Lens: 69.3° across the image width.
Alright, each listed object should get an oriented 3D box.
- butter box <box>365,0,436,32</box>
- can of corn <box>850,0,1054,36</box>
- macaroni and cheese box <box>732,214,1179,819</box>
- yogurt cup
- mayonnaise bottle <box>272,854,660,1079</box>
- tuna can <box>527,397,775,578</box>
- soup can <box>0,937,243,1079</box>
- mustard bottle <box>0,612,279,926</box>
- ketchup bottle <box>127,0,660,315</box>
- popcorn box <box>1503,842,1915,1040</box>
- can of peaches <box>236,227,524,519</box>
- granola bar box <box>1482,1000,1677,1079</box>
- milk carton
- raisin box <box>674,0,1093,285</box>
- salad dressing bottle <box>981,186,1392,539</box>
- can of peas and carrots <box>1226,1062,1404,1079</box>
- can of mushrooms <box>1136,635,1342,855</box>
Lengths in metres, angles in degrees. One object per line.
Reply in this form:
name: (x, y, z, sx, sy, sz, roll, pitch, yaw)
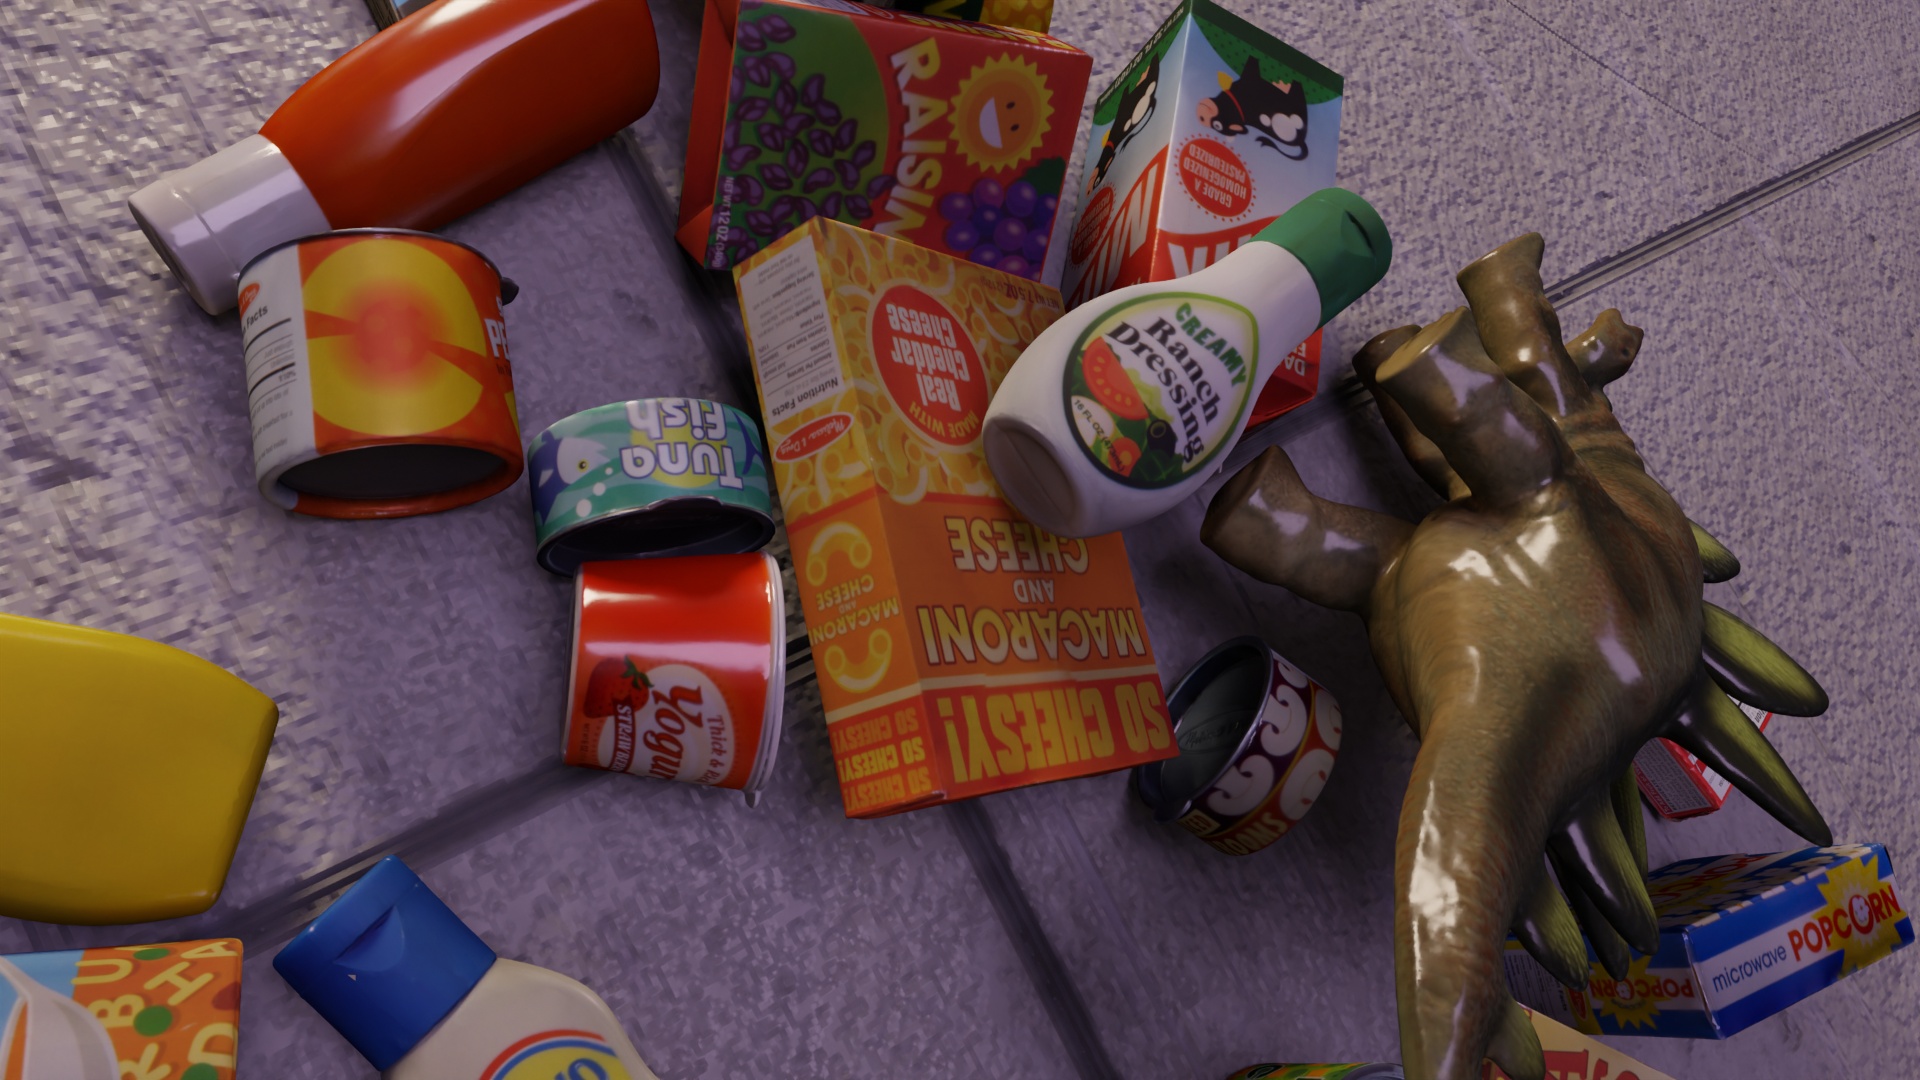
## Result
butter box: (-0.172, -0.201, 0.443, 0.053, 0.024, 0.103, -24, 84, -31)
can of corn: (-0.006, -0.191, 0.501, 0.058, 0.071, 0.071, 7, 69, -26)
macaroni and cheese box: (0.002, -0.005, 0.429, 0.124, 0.040, 0.166, 3, 69, -51)
yogurt cup: (-0.080, 0.035, 0.382, 0.054, 0.072, 0.072, 5, 70, -18)
mayonnaise bottle: (-0.103, 0.143, 0.343, 0.148, 0.041, 0.065, 47, 60, -6)
tuna can: (-0.087, -0.014, 0.391, 0.071, 0.070, 0.033, -3, 73, -28)
soup can: (-0.196, 0.119, 0.285, 0.084, 0.071, 0.071, 3, 71, -27)
mustard bottle: (-0.241, 0.041, 0.304, 0.160, 0.048, 0.065, 19, 64, -20)
ketchup bottle: (-0.157, -0.117, 0.400, 0.149, 0.064, 0.043, -39, 79, -24)
popcorn box: (0.272, 0.146, 0.511, 0.127, 0.085, 0.038, -8, 77, -30)
can of peaches: (-0.151, -0.042, 0.371, 0.071, 0.071, 0.058, -4, 74, -29)
granola bar box: (0.201, 0.255, 0.462, 0.124, 0.039, 0.166, 28, 61, -17)
milk carton: (0.085, -0.096, 0.510, 0.073, 0.072, 0.191, 21, 64, -19)
raisin box: (-0.025, -0.130, 0.459, 0.123, 0.040, 0.085, -1, 117, -28)
salad dressing bottle: (0.073, -0.059, 0.422, 0.148, 0.044, 0.064, -38, 96, -25)
can of peas and carrots: (0.112, 0.194, 0.426, 0.071, 0.058, 0.071, 10, 67, -24)
can of mushrooms: (0.090, 0.069, 0.456, 0.033, 0.070, 0.071, 35, 60, -14)
